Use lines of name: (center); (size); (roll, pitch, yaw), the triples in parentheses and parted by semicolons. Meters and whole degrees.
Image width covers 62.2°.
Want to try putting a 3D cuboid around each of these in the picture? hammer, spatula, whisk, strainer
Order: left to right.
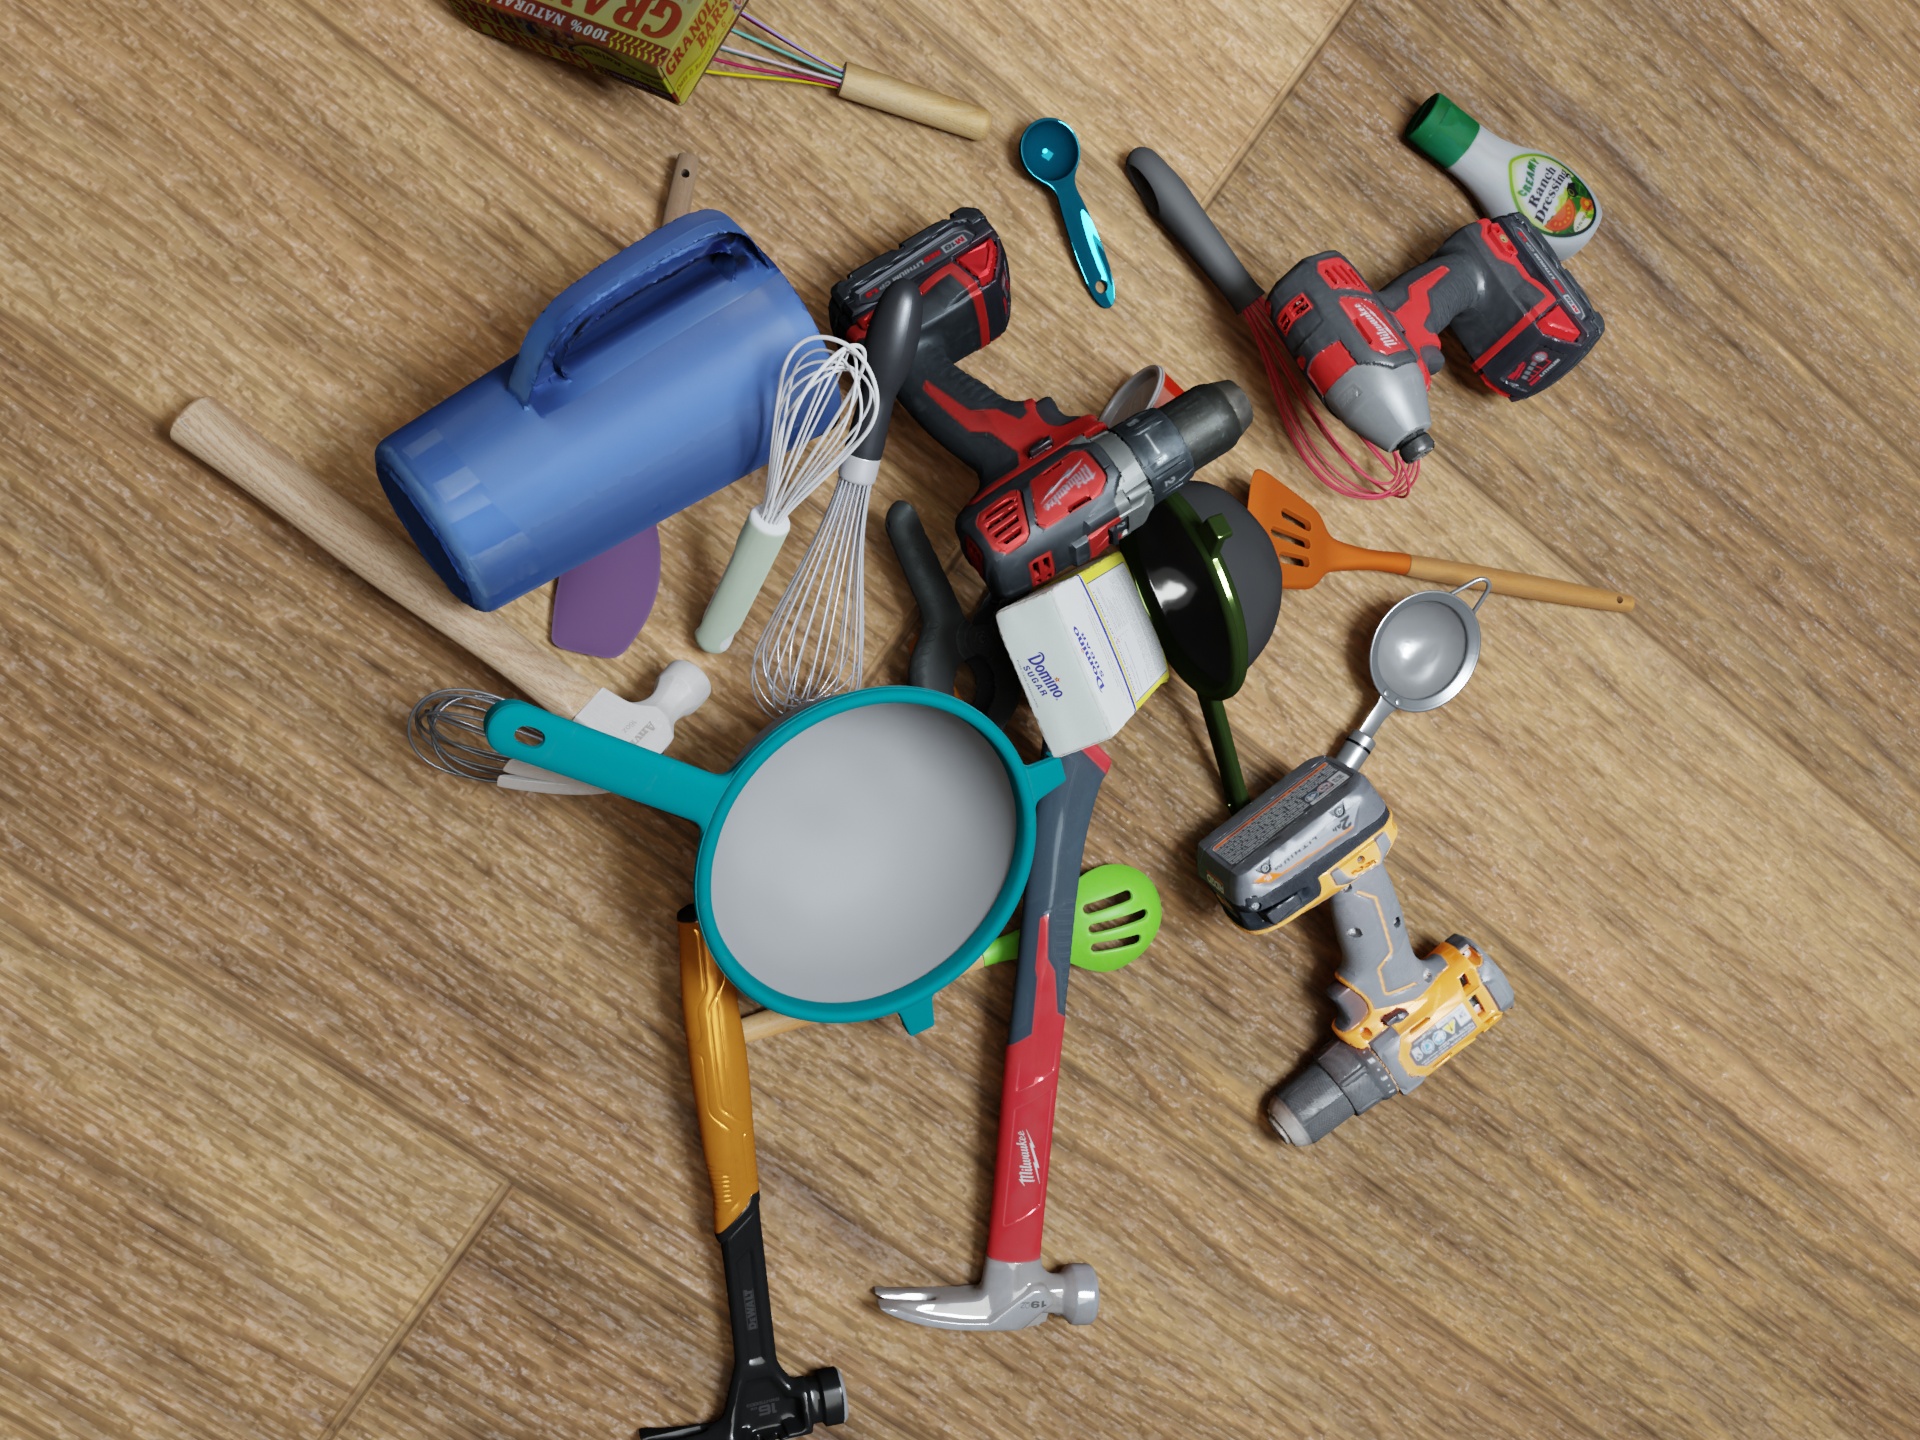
hammer: (-0.311, -0.074, 0.917); (0.331, 0.031, 0.130); (37, 49, -3)
whisk: (-0.213, 0.034, 0.960); (0.238, 0.055, 0.055); (20, 84, -18)
spatula: (-0.196, -0.195, 0.980); (0.059, 0.018, 0.316); (11, 88, -17)
hammer: (-0.147, 0.278, 0.967); (0.127, 0.034, 0.337); (-6, 95, -15)
strainer: (-0.118, 0.045, 0.916); (0.340, 0.095, 0.211); (23, 99, -31)
whisk: (-0.107, -0.121, 0.910); (0.059, 0.246, 0.058); (37, 43, 2)
whisk: (-0.094, -0.414, 0.998); (0.245, 0.051, 0.047); (12, 81, -17)
whisk: (-0.068, -0.120, 0.935); (0.070, 0.070, 0.284); (11, 114, -14)
hammer: (0.033, 0.193, 1.001); (0.143, 0.038, 0.386); (4, 95, -12)
strainer: (0.177, -0.049, 1.025); (0.069, 0.152, 0.256); (-25, 117, -11)
whisk: (0.206, -0.264, 1.067); (0.073, 0.073, 0.296); (-40, 93, -12)
strainer: (0.277, 0.007, 1.090); (0.086, 0.050, 0.258); (35, 87, -23)
spatula: (0.336, -0.106, 1.106); (0.322, 0.041, 0.081); (8, 80, -16)

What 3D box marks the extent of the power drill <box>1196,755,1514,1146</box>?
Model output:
power drill: (0.243, 0.161, 1.050); (0.185, 0.084, 0.226); (-37, 110, -4)

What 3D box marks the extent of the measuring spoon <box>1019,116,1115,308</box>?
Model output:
measuring spoon: (0.072, -0.334, 1.056); (0.042, 0.021, 0.128); (-27, 105, -14)

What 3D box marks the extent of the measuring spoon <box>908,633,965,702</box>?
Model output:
measuring spoon: (-0.002, -0.003, 1.031); (0.021, 0.011, 0.117); (-27, 96, -13)

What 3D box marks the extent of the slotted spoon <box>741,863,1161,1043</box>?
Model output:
slotted spoon: (-0.011, 0.160, 1.020); (0.313, 0.031, 0.070); (-15, 98, -13)

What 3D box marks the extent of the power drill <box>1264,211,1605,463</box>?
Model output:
power drill: (0.310, -0.248, 1.034); (0.219, 0.078, 0.143); (-22, 75, -33)

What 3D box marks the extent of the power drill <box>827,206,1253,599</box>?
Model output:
power drill: (0.045, -0.200, 0.953); (0.188, 0.080, 0.227); (-32, 68, -5)
